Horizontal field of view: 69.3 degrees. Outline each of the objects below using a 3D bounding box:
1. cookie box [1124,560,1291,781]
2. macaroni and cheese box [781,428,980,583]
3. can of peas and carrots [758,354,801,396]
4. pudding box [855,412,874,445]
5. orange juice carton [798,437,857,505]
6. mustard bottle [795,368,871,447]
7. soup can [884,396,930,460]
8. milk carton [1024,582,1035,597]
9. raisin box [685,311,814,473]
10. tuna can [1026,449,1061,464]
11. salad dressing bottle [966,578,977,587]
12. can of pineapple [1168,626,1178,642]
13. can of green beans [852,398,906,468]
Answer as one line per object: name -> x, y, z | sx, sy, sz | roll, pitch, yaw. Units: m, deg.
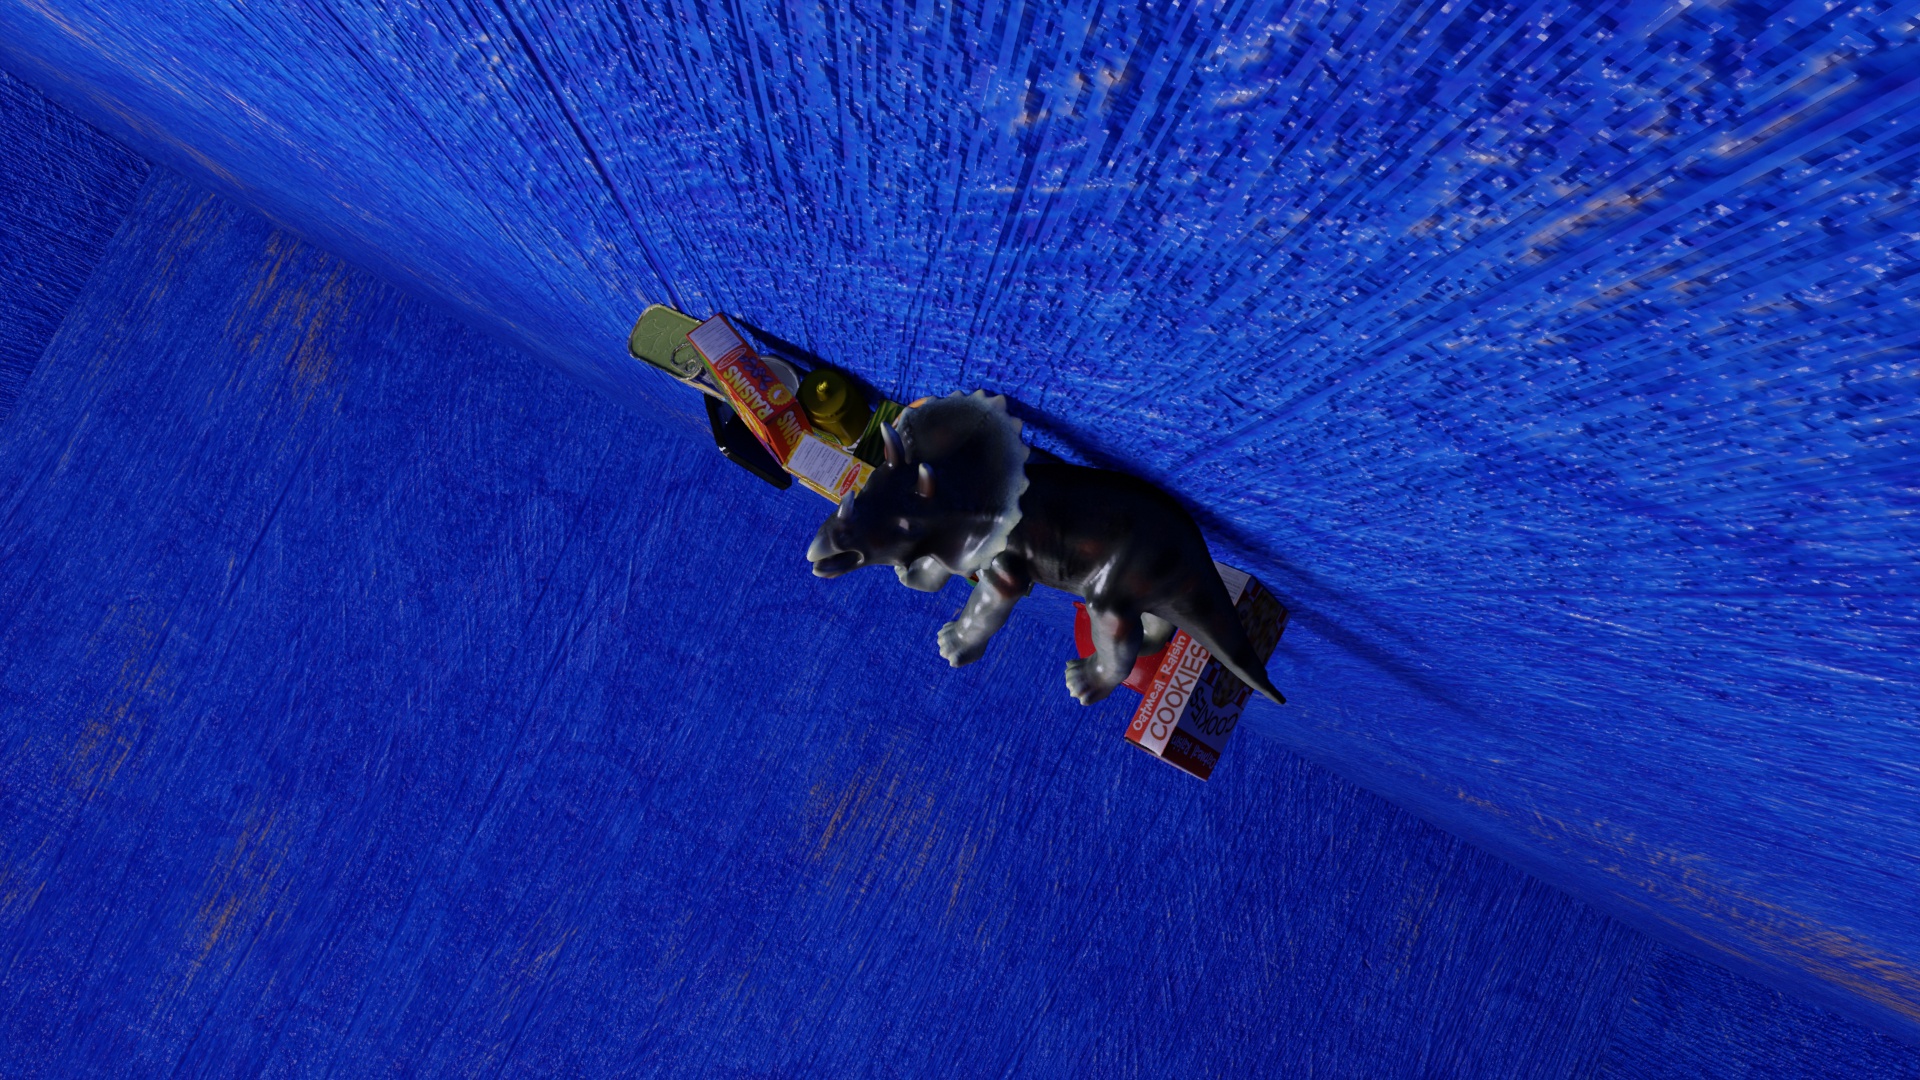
cookie box -> 0.212, 0.114, 1.184 | 0.040, 0.167, 0.123 | 25, 174, 34
macaroni and cheese box -> -0.051, -0.024, 1.154 | 0.167, 0.040, 0.123 | 29, 178, 22
can of peas and carrots -> -0.178, -0.132, 1.290 | 0.071, 0.071, 0.058 | 27, 176, 0
pudding box -> -0.094, -0.108, 1.332 | 0.083, 0.030, 0.049 | 30, 174, -29
orange juice carton -> -0.103, -0.067, 1.587 | 0.073, 0.072, 0.193 | 30, 175, -32
mustard bottle -> -0.115, -0.119, 1.204 | 0.065, 0.049, 0.160 | 29, 176, 3
soup can -> -0.008, -0.067, 1.085 | 0.083, 0.071, 0.071 | 33, 173, -41
milk carton -> 0.005, -0.008, 1.631 | 0.190, 0.072, 0.073 | 27, 175, -11
raisin box -> -0.176, -0.125, 1.186 | 0.123, 0.040, 0.085 | 48, 169, 25
tuna can -> 0.054, -0.037, 1.072 | 0.033, 0.071, 0.071 | 25, 175, 12
salad dressing bottle -> 0.005, -0.017, 1.317 | 0.044, 0.064, 0.147 | 1, 136, 23
can of pineapple -> 0.203, 0.072, 1.457 | 0.071, 0.058, 0.071 | 27, 175, 3
can of green beans -> -0.053, -0.082, 1.207 | 0.071, 0.058, 0.071 | 27, 175, 3
